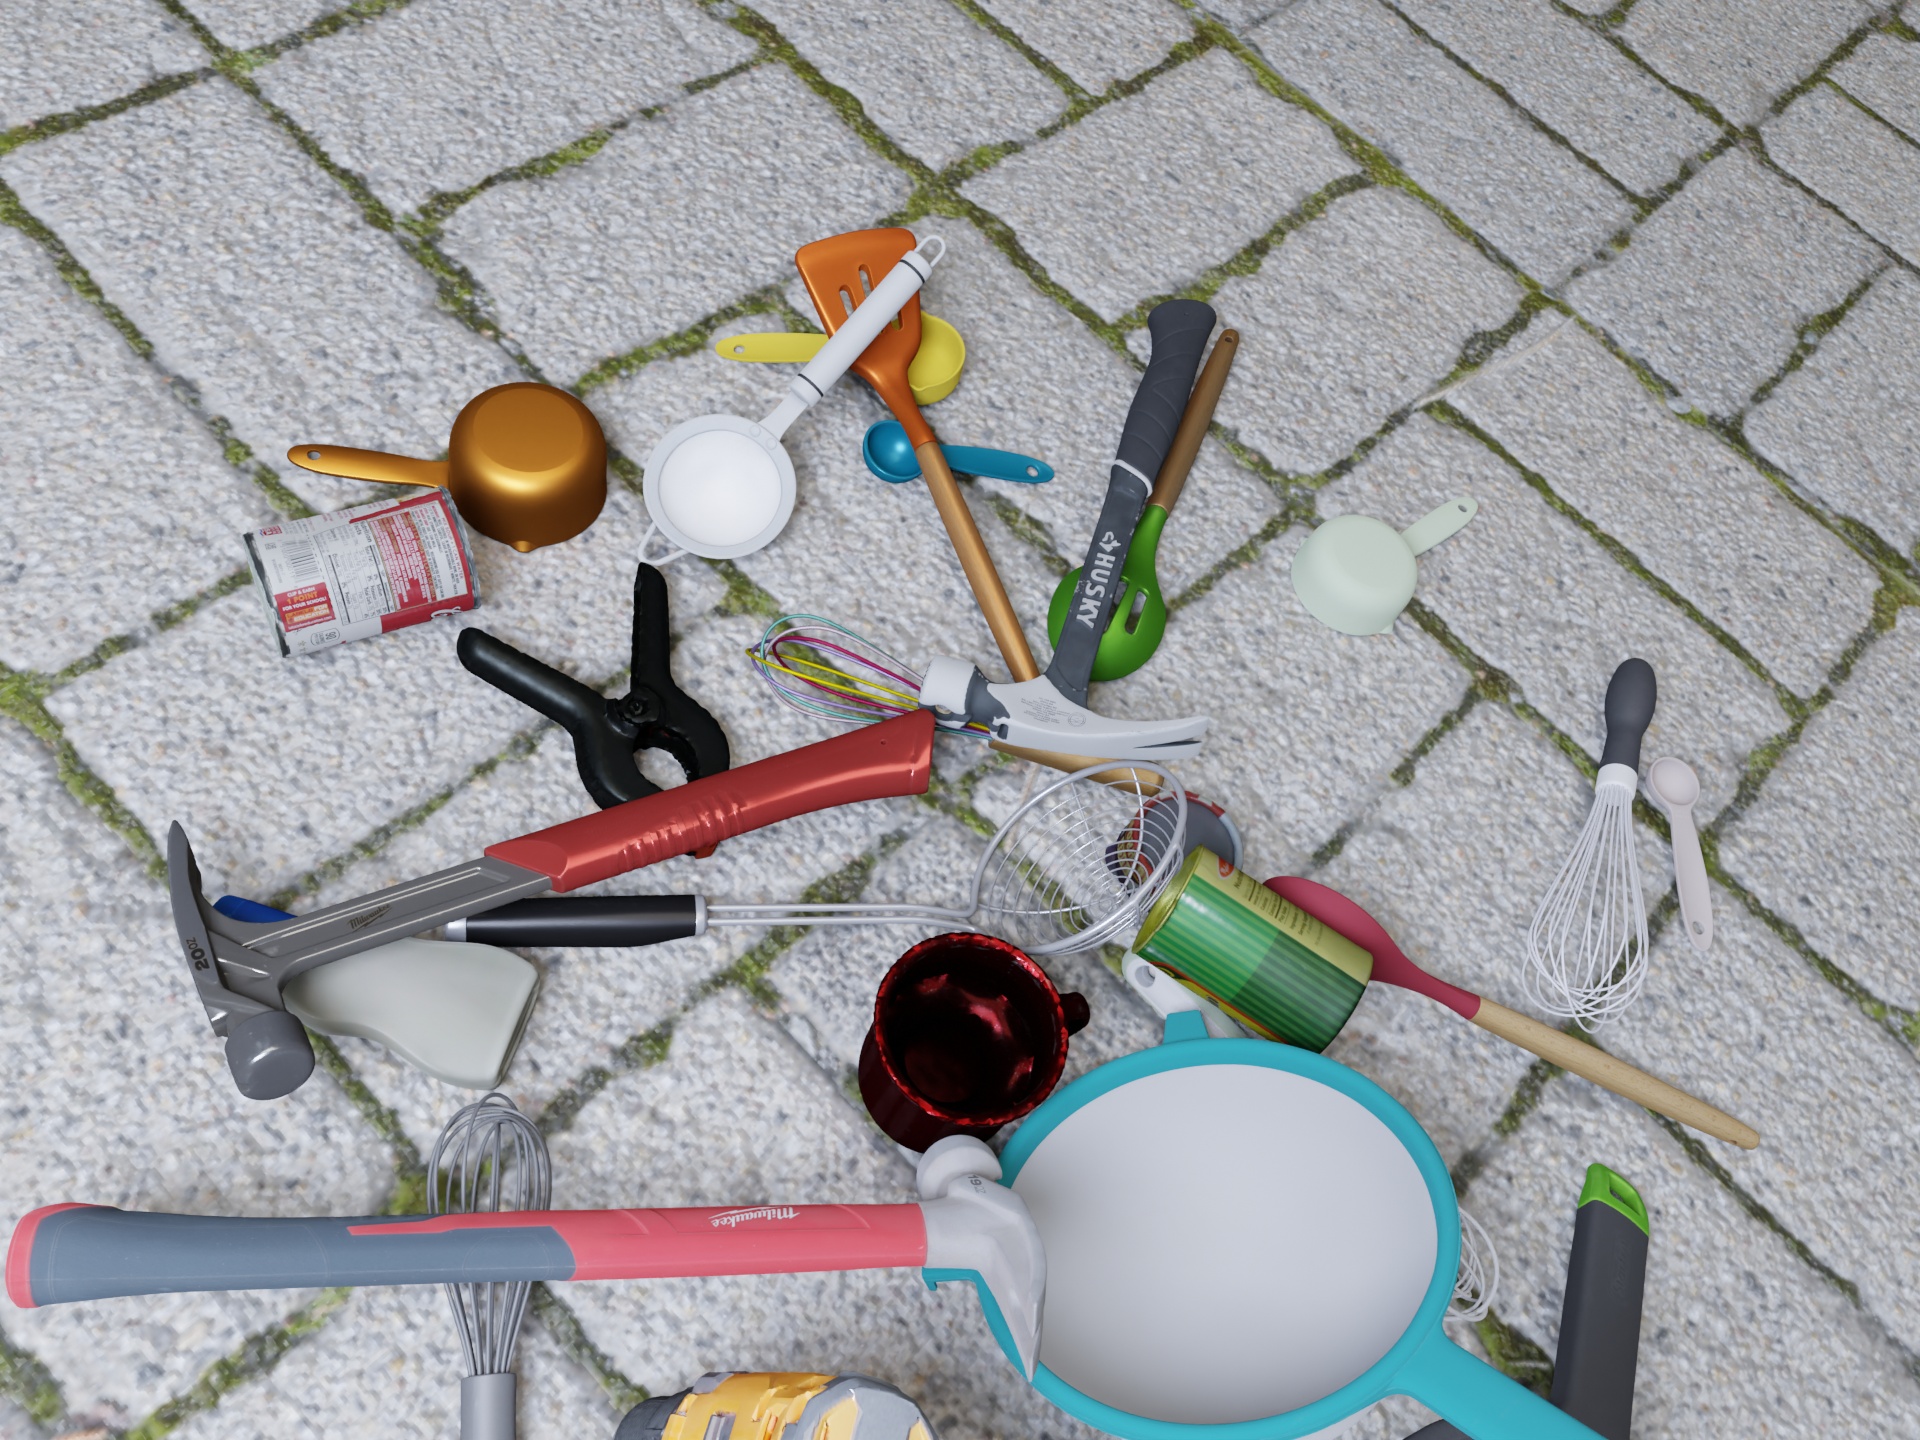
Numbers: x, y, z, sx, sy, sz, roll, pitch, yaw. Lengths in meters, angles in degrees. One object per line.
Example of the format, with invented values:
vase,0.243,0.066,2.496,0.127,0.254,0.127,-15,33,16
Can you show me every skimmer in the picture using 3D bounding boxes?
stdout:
skimmer,-0.068,0.071,0.792,0.363,0.090,0.127,0,28,-12

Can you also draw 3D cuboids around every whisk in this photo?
whisk,-0.001,-0.004,0.885,0.245,0.047,0.051,18,70,-10
whisk,0.385,0.061,0.943,0.070,0.070,0.285,27,53,1
whisk,-0.198,0.276,0.665,0.055,0.055,0.239,0,64,-15
whisk,0.172,0.205,0.808,0.246,0.057,0.059,45,23,17

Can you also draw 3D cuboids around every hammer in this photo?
hammer,-0.174,0.053,0.752,0.359,0.036,0.149,-18,47,-26
hammer,-0.160,0.211,0.616,0.386,0.143,0.038,2,100,-11
hammer,0.104,-0.132,0.949,0.149,0.036,0.409,15,49,7

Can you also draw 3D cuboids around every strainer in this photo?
strainer,0.160,0.269,0.673,0.211,0.095,0.341,-36,40,-29
strainer,-0.093,-0.183,0.919,0.087,0.050,0.258,41,85,2

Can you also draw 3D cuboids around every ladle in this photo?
ladle,0.299,0.166,0.863,0.315,0.069,0.031,26,59,-7

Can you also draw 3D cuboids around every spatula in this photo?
spatula,-0.010,-0.145,0.941,0.081,0.041,0.323,-17,74,-22

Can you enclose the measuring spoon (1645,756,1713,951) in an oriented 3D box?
measuring spoon,0.439,0.082,0.972,0.034,0.018,0.124,6,66,-12

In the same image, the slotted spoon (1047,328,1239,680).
slotted spoon,0.130,-0.150,1.012,0.070,0.031,0.314,24,56,3

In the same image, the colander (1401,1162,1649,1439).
colander,0.256,0.366,0.722,0.204,0.094,0.397,36,40,2

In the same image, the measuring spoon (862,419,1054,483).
measuring spoon,-0.003,-0.158,0.989,0.128,0.021,0.042,5,64,-23

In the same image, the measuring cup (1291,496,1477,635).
measuring cup,0.286,-0.116,1.026,0.167,0.038,0.083,-31,73,-26

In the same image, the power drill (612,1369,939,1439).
power drill,-0.019,0.316,0.632,0.226,0.185,0.084,31,56,-24

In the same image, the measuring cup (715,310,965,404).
measuring cup,-0.075,-0.227,1.006,0.156,0.029,0.062,1,65,-1

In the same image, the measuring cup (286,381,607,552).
measuring cup,-0.283,-0.151,0.882,0.173,0.052,0.095,5,60,-15
